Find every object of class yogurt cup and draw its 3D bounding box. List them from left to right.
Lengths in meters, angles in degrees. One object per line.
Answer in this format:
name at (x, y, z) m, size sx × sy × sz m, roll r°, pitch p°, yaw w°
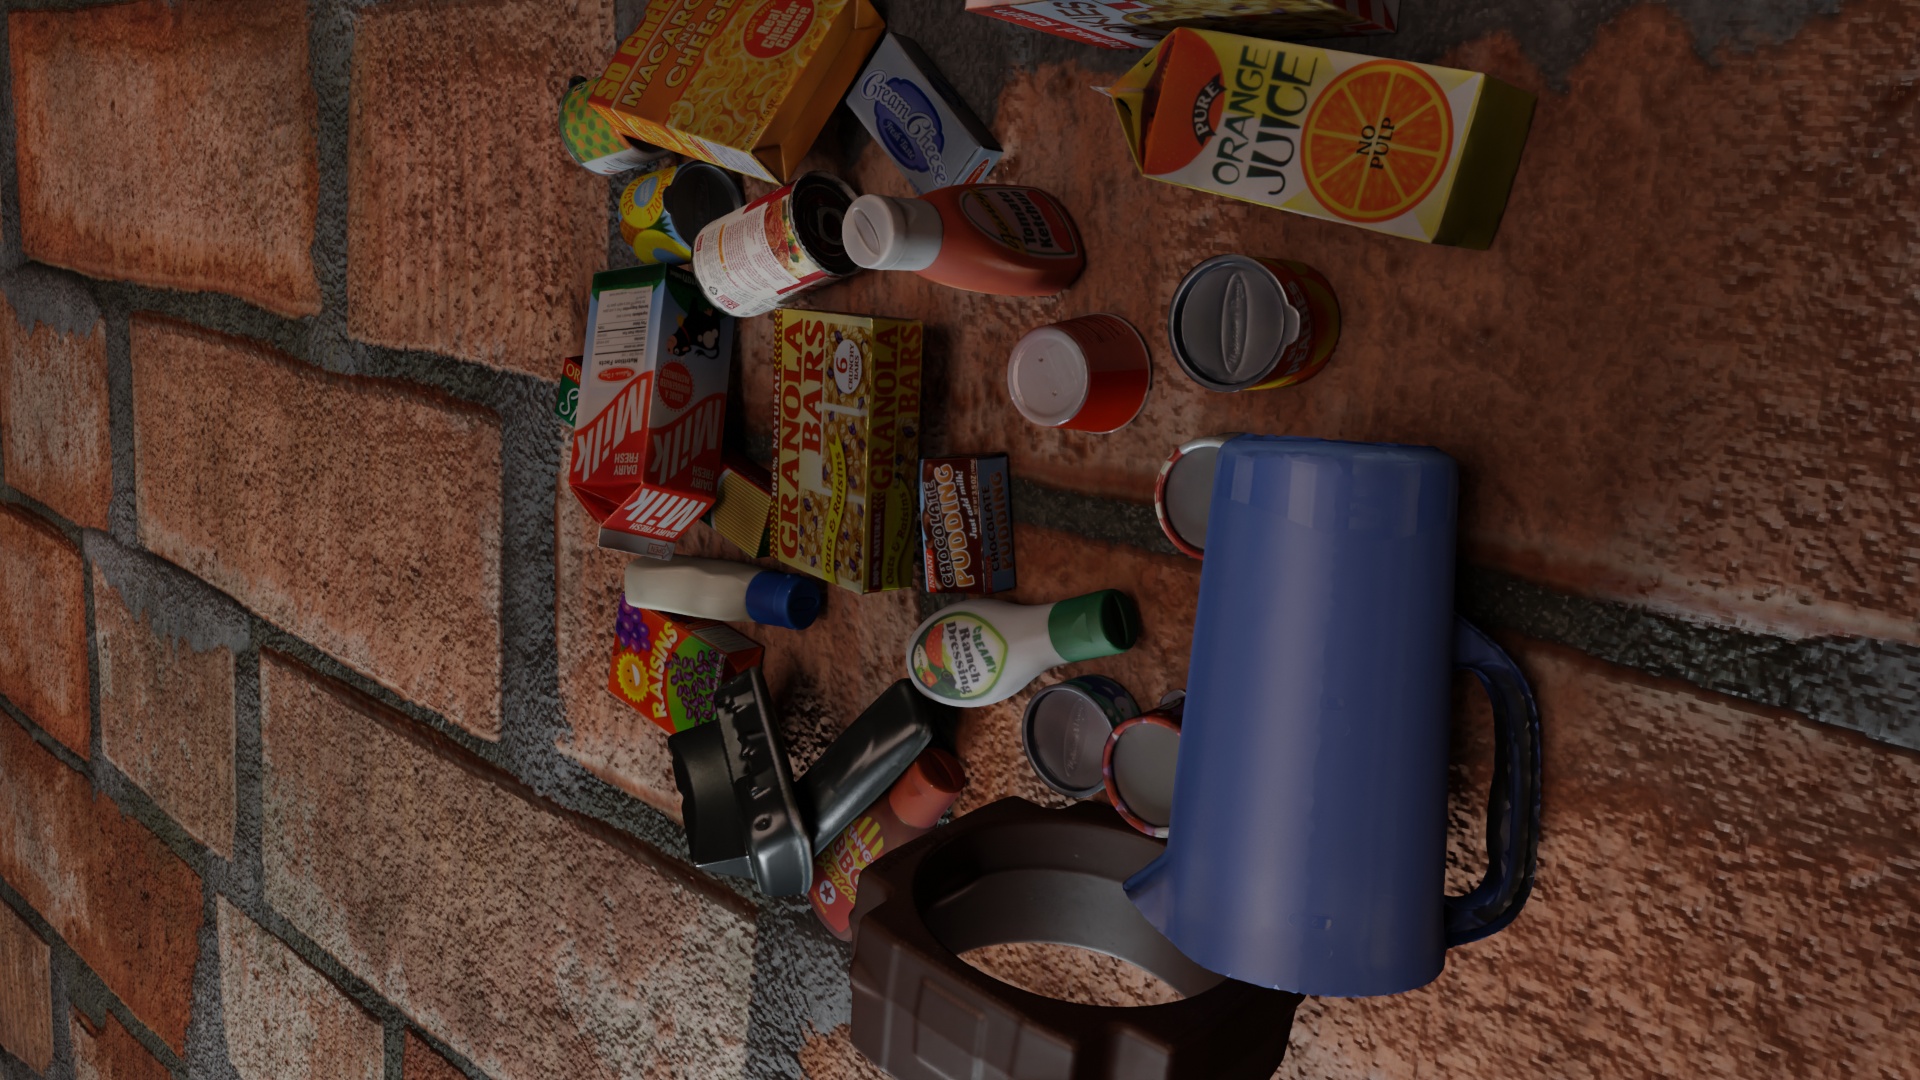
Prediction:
yogurt cup at (0.063, -0.091, 0.762) m, size 0.072 × 0.054 × 0.072 m, roll 7°, pitch 101°, yaw 38°

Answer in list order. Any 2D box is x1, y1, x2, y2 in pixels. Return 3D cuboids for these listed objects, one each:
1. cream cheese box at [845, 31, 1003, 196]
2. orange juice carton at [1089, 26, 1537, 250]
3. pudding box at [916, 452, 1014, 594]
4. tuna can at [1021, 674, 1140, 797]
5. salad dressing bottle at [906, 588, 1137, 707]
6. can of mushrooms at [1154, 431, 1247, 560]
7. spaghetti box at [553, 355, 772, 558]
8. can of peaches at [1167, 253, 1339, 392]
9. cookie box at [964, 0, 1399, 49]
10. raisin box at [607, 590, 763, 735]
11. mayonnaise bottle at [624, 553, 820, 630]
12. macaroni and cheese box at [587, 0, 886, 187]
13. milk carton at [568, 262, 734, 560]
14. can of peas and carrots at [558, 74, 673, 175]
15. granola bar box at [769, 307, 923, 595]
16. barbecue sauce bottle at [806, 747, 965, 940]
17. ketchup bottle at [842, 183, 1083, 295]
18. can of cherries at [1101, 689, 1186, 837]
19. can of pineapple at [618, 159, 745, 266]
cream cheese box at (-0.023, -0.248, 0.830) m, size 0.053 × 0.024 × 0.104 m, roll -48°, pitch 66°, yaw 33°
orange juice carton at (0.157, -0.194, 0.656) m, size 0.193 × 0.072 × 0.072 m, roll 24°, pitch 111°, yaw 35°
pudding box at (0.003, -0.011, 0.839) m, size 0.049 × 0.030 × 0.083 m, roll 1°, pitch 97°, yaw 41°
tuna can at (0.073, 0.112, 0.797) m, size 0.071 × 0.033 × 0.071 m, roll 7°, pitch 101°, yaw 39°
salad dressing bottle at (0.034, 0.060, 0.814) m, size 0.147 × 0.044 × 0.064 m, roll -17°, pitch 84°, yaw 40°
can of mushrooms at (0.137, -0.020, 0.724) m, size 0.071 × 0.033 × 0.071 m, roll 7°, pitch 100°, yaw 38°
spaghetti box at (-0.213, -0.066, 1.012) m, size 0.250 × 0.029 × 0.050 m, roll 32°, pitch 115°, yaw 32°
can of peaches at (0.148, -0.107, 0.686) m, size 0.071 × 0.058 × 0.071 m, roll 6°, pitch 100°, yaw 39°
cookie box at (0.104, -0.265, 0.656) m, size 0.167 × 0.123 × 0.040 m, roll 12°, pitch 104°, yaw 38°
raisin box at (-0.205, 0.095, 1.022) m, size 0.123 × 0.040 × 0.085 m, roll 26°, pitch 113°, yaw 35°
mayonnaise bottle at (-0.164, 0.035, 0.966) m, size 0.148 × 0.065 × 0.041 m, roll 7°, pitch 99°, yaw 35°
macaroni and cheese box at (-0.145, -0.302, 0.878) m, size 0.167 × 0.040 × 0.124 m, roll 26°, pitch 81°, yaw 34°
milk carton at (-0.211, -0.085, 0.946) m, size 0.073 × 0.072 × 0.190 m, roll 0°, pitch 81°, yaw 33°
can of peas and carrots at (-0.238, -0.297, 0.974) m, size 0.058 × 0.071 × 0.071 m, roll -2°, pitch 95°, yaw 39°
granola bar box at (-0.074, -0.060, 0.872) m, size 0.124 × 0.039 × 0.165 m, roll 17°, pitch 107°, yaw 53°
barbecue sauce bottle at (-0.048, 0.194, 0.902) m, size 0.065 × 0.044 × 0.147 m, roll 54°, pitch 125°, yaw 29°
ketchup bottle at (0.002, -0.161, 0.740) m, size 0.043 × 0.149 × 0.065 m, roll -41°, pitch 71°, yaw 38°
can of cherries at (0.116, 0.118, 0.744) m, size 0.071 × 0.058 × 0.071 m, roll 7°, pitch 102°, yaw 39°
can of pineapple at (-0.191, -0.222, 0.944) m, size 0.058 × 0.071 × 0.071 m, roll 0°, pitch 96°, yaw 40°
